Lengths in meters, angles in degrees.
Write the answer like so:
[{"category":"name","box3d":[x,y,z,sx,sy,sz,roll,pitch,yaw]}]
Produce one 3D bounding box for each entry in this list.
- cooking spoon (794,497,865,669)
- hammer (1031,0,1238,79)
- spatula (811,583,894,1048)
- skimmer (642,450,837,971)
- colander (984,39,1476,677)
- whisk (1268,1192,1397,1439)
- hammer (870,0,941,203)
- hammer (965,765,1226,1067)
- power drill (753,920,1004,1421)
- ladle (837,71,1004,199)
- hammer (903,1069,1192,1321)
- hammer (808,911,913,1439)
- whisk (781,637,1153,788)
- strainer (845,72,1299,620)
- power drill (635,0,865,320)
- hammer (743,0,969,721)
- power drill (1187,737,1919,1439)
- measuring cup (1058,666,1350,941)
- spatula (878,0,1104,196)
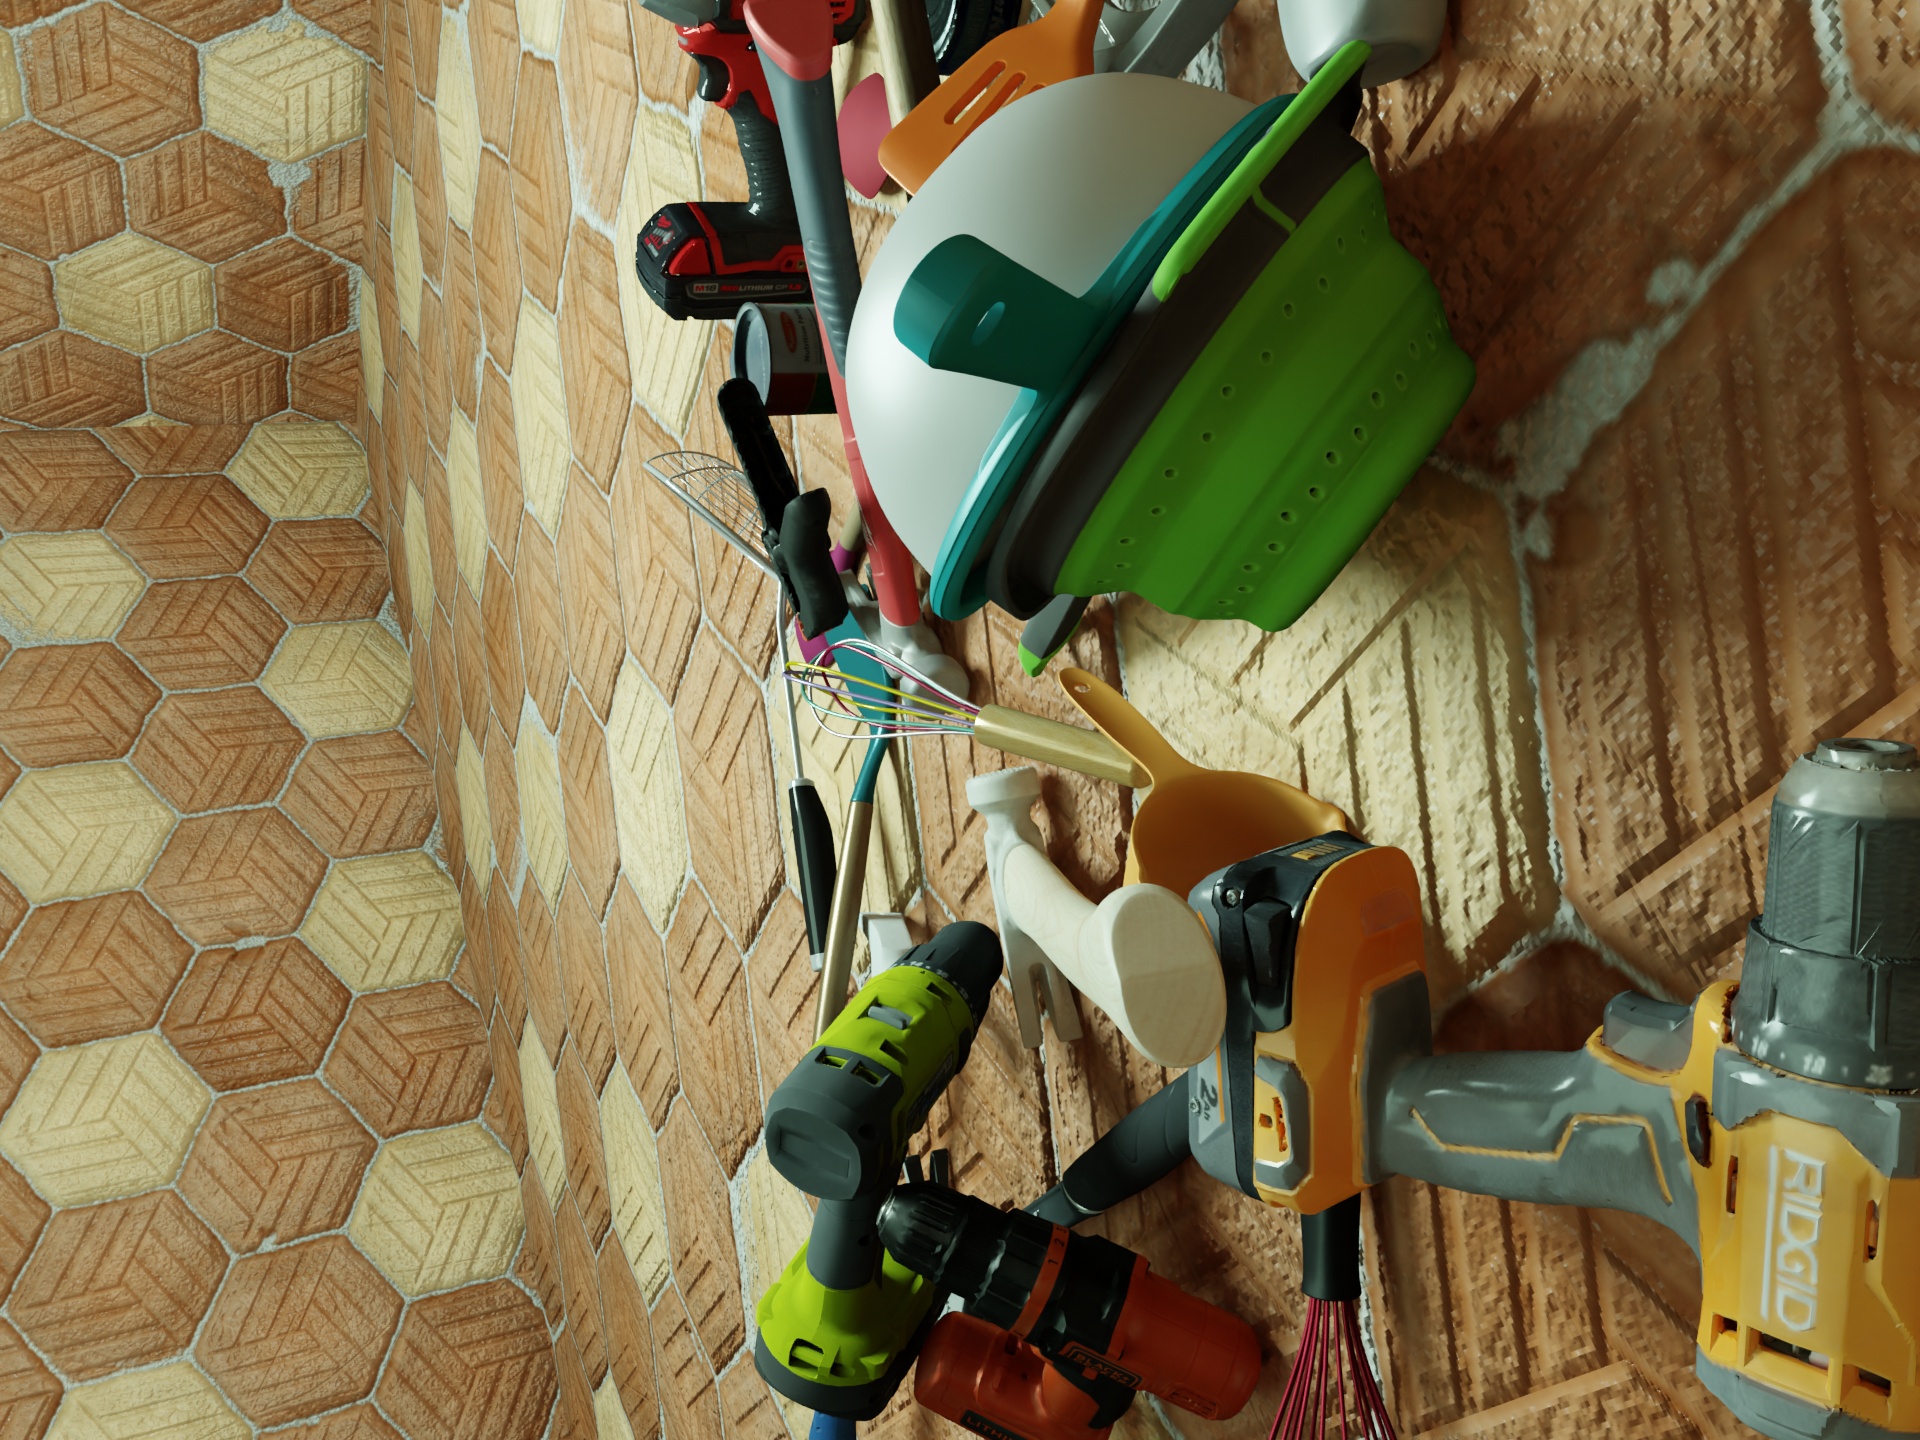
[{"category":"cooking spoon","box3d":[-0.063,-0.127,0.997,0.318,0.017,0.069,-56,48,54]},{"category":"hammer","box3d":[-0.001,-0.401,0.691,0.149,0.036,0.359,-43,63,35]},{"category":"spatula","box3d":[-0.076,0.075,0.990,0.082,0.044,0.318,-24,56,61]},{"category":"skimmer","box3d":[-0.142,-0.010,1.056,0.127,0.090,0.363,48,-149,-74]},{"category":"colander","box3d":[0.094,-0.073,0.613,0.094,0.204,0.397,37,161,5]},{"category":"whisk","box3d":[0.148,0.246,0.631,0.073,0.073,0.296,-5,85,64]},{"category":"hammer","box3d":[-0.013,-0.245,0.750,0.031,0.130,0.331,-11,87,21]},{"category":"hammer","box3d":[0.047,0.094,0.645,0.410,0.038,0.146,165,93,-86]},{"category":"power drill","box3d":[-0.038,0.229,0.835,0.080,0.190,0.228,18,120,18]},{"category":"ladle","box3d":[0.003,-0.303,0.817,0.316,0.031,0.069,30,122,56]},{"category":"hammer","box3d":[0.057,0.247,0.834,0.408,0.036,0.149,-57,46,52]},{"category":"hammer","box3d":[-0.064,0.311,1.029,0.144,0.035,0.405,-113,28,-64]},{"category":"whisk","box3d":[0.000,-0.002,0.815,0.245,0.051,0.047,15,136,40]},{"category":"strainer","box3d":[0.008,-0.135,0.495,0.095,0.340,0.211,37,106,6]},{"category":"power drill","box3d":[-0.138,-0.358,0.955,0.079,0.143,0.219,-123,34,-45]},{"category":"hammer","box3d":[-0.059,-0.181,0.822,0.143,0.038,0.385,-123,17,-45]},{"category":"power drill","box3d":[0.177,0.088,0.473,0.226,0.084,0.185,10,106,47]},{"category":"measuring cup","box3d":[0.087,0.043,0.654,0.174,0.095,0.052,49,147,42]},{"category":"spatula","box3d":[0.066,-0.336,0.578,0.081,0.041,0.322,45,120,33]}]
